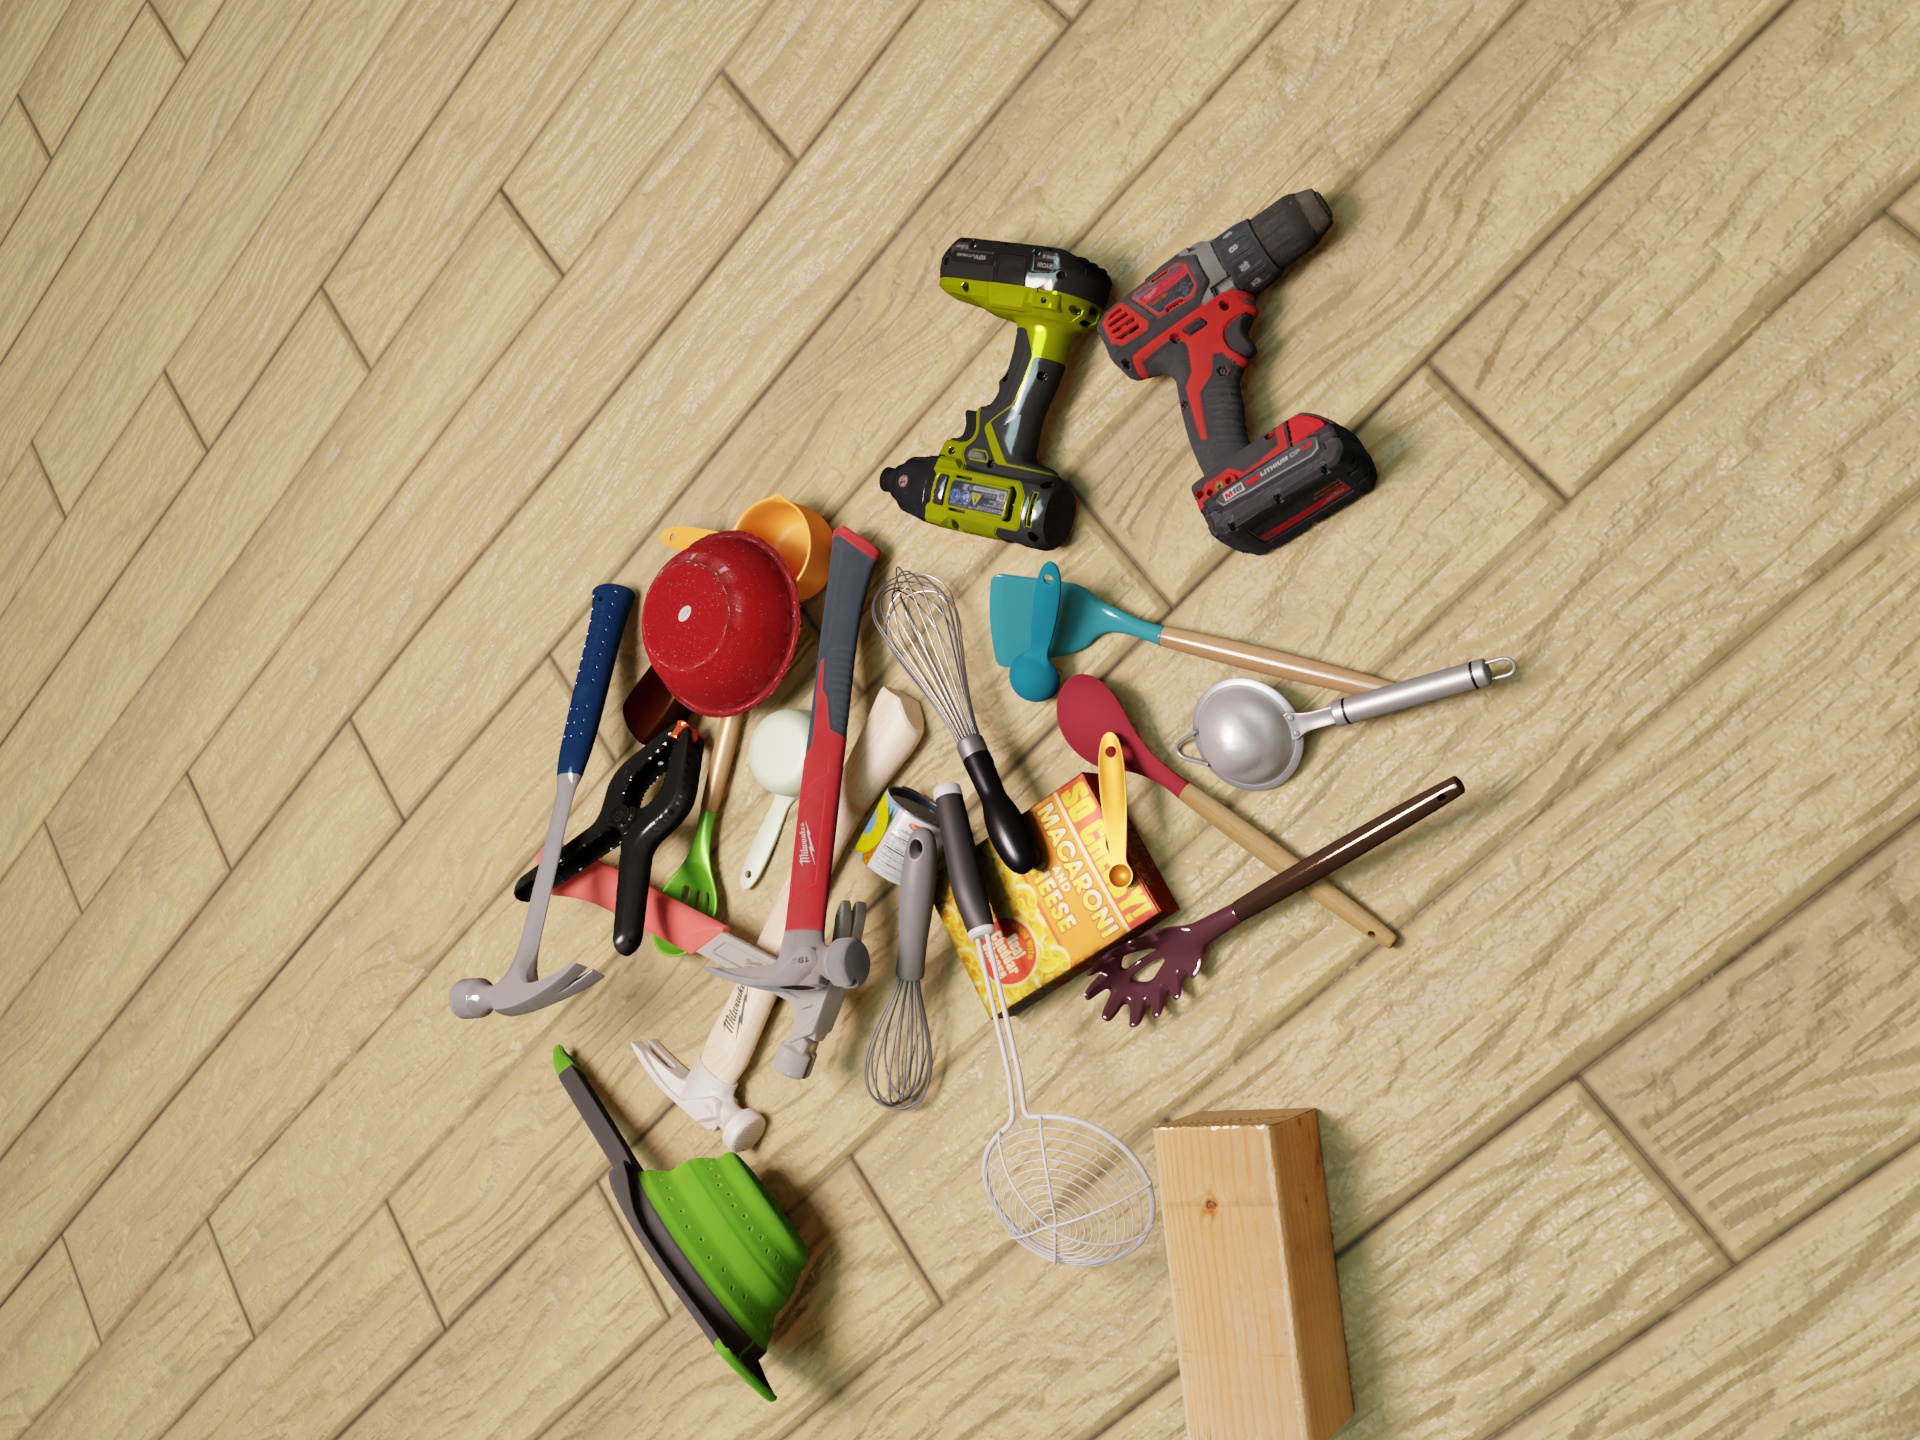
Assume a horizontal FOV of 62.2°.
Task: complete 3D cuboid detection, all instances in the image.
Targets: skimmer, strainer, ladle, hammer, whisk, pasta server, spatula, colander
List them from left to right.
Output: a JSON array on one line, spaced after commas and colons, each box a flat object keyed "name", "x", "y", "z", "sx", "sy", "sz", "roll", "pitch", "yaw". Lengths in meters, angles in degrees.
[{"name": "hammer", "x": -0.338, "y": 0.059, "z": 1.386, "sx": 0.144, "sy": 0.035, "sz": 0.406, "roll": -10, "pitch": 58, "yaw": 30}, {"name": "colander", "x": -0.234, "y": 0.381, "z": 1.343, "sx": 0.094, "sy": 0.204, "sz": 0.398, "roll": -37, "pitch": 45, "yaw": -13}, {"name": "hammer", "x": -0.236, "y": 0.166, "z": 1.360, "sx": 0.359, "sy": 0.036, "sz": 0.149, "roll": 20, "pitch": 93, "yaw": 35}, {"name": "hammer", "x": -0.147, "y": 0.154, "z": 1.348, "sx": 0.146, "sy": 0.038, "sz": 0.410, "roll": 33, "pitch": 102, "yaw": 31}, {"name": "hammer", "x": -0.122, "y": 0.025, "z": 1.290, "sx": 0.143, "sy": 0.038, "sz": 0.387, "roll": -8, "pitch": 67, "yaw": 33}, {"name": "whisk", "x": -0.042, "y": 0.198, "z": 1.250, "sx": 0.055, "sy": 0.055, "sz": 0.239, "roll": 14, "pitch": 105, "yaw": 31}, {"name": "whisk", "x": -0.002, "y": -0.005, "z": 1.243, "sx": 0.070, "sy": 0.070, "sz": 0.285, "roll": -36, "pitch": 61, "yaw": 23}, {"name": "skimmer", "x": 0.046, "y": 0.218, "z": 1.181, "sx": 0.127, "sy": 0.090, "sz": 0.364, "roll": -30, "pitch": 60, "yaw": 30}, {"name": "spatula", "x": 0.168, "y": -0.050, "z": 1.172, "sx": 0.318, "sy": 0.044, "sz": 0.082, "roll": 15, "pitch": 126, "yaw": 29}, {"name": "ladle", "x": 0.184, "y": 0.067, "z": 1.159, "sx": 0.316, "sy": 0.031, "sz": 0.069, "roll": 37, "pitch": 133, "yaw": 25}, {"name": "pasta server", "x": 0.214, "y": 0.125, "z": 1.110, "sx": 0.316, "sy": 0.040, "sz": 0.060, "roll": -36, "pitch": 97, "yaw": 31}, {"name": "strainer", "x": 0.257, "y": -0.004, "z": 1.106, "sx": 0.258, "sy": 0.050, "sz": 0.087, "roll": -18, "pitch": 98, "yaw": 31}]

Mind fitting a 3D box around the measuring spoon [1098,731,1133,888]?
[{"name": "measuring spoon", "x": 0.115, "y": 0.066, "z": 1.168, "sx": 0.021, "sy": 0.011, "sz": 0.117, "roll": -10, "pitch": 75, "yaw": 25}]

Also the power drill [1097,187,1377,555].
[{"name": "power drill", "x": 0.217, "y": -0.256, "z": 1.148, "sx": 0.188, "sy": 0.080, "sz": 0.227, "roll": -32, "pitch": 67, "yaw": 24}]

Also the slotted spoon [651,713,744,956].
[{"name": "slotted spoon", "x": -0.214, "y": 0.055, "z": 1.403, "sx": 0.070, "sy": 0.031, "sz": 0.314, "roll": 14, "pitch": 91, "yaw": 34}]

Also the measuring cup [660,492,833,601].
[{"name": "measuring cup", "x": -0.185, "y": -0.150, "z": 1.392, "sx": 0.174, "sy": 0.052, "sz": 0.095, "roll": 10, "pitch": 91, "yaw": 33}]

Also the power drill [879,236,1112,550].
[{"name": "power drill", "x": 0.025, "y": -0.259, "z": 1.262, "sx": 0.171, "sy": 0.080, "sz": 0.223, "roll": 17, "pitch": 97, "yaw": 31}]

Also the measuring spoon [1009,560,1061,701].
[{"name": "measuring spoon", "x": 0.058, "y": -0.063, "z": 1.202, "sx": 0.042, "sy": 0.021, "sz": 0.128, "roll": 22, "pitch": 132, "yaw": 18}]

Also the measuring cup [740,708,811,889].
[{"name": "measuring cup", "x": -0.164, "y": 0.069, "z": 1.363, "sx": 0.083, "sy": 0.038, "sz": 0.167, "roll": 27, "pitch": 97, "yaw": 30}]
